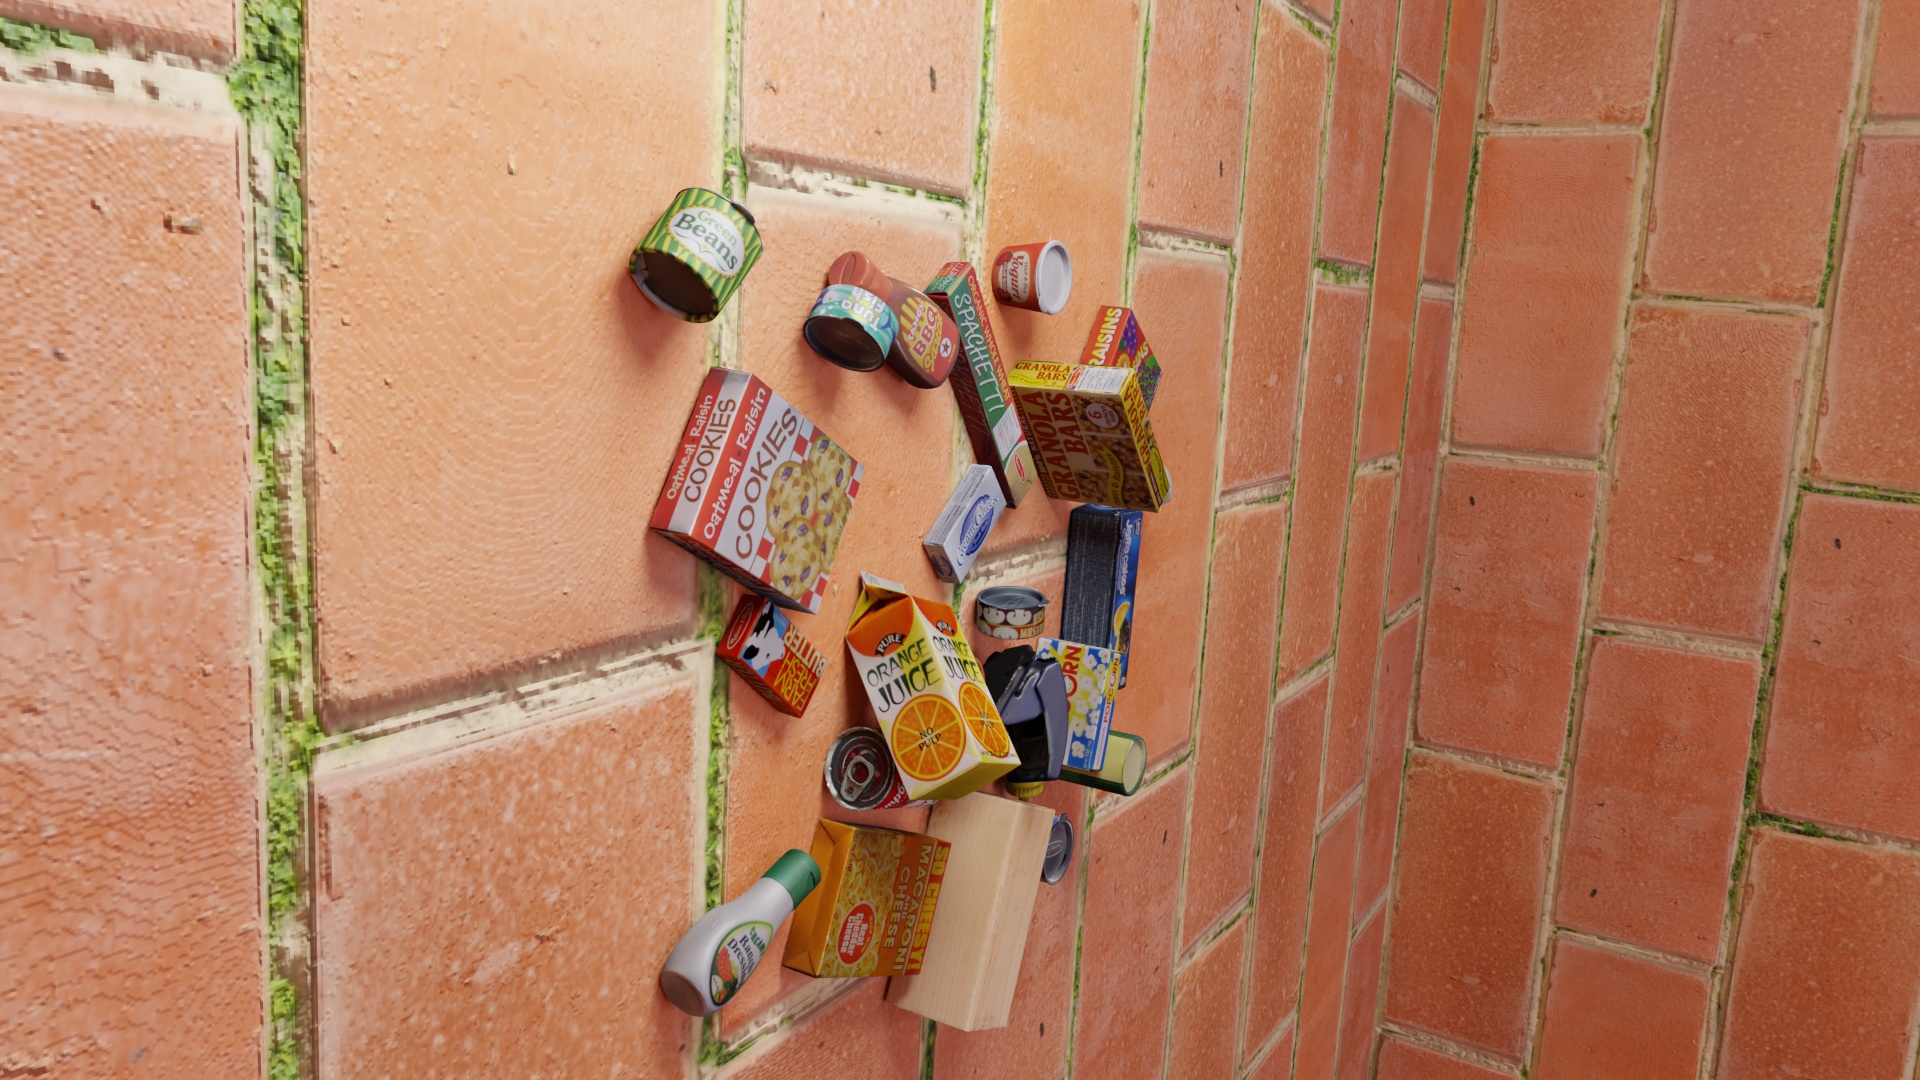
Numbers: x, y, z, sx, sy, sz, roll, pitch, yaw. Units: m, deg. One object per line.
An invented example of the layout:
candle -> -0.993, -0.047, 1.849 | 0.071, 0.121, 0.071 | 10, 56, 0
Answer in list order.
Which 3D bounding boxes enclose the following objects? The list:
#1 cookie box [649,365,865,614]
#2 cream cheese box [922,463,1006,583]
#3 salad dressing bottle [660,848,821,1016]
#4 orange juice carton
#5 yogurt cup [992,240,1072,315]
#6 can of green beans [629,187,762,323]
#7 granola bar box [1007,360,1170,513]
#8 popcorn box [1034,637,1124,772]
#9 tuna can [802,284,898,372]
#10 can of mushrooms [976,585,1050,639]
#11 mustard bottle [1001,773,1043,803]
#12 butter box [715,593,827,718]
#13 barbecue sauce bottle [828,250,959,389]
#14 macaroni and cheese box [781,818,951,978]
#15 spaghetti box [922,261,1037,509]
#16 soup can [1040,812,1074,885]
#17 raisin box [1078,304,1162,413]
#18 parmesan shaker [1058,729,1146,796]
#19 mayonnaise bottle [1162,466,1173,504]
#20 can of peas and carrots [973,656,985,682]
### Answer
cookie box -> -0.142, -0.032, 1.001 | 0.167, 0.040, 0.123 | 41, 62, -57
cream cheese box -> 0.005, -0.016, 1.269 | 0.104, 0.024, 0.053 | -60, 142, -33
salad dressing bottle -> -0.161, 0.291, 1.046 | 0.148, 0.044, 0.064 | -42, 131, -48
orange juice carton -> -0.031, 0.113, 1.144 | 0.072, 0.073, 0.193 | 20, 42, -60
yogurt cup -> 0.065, -0.244, 1.284 | 0.072, 0.054, 0.072 | -23, 117, -56
can of green beans -> -0.169, -0.182, 0.889 | 0.058, 0.071, 0.071 | -62, 145, -29
granola bar box -> 0.125, -0.102, 1.352 | 0.039, 0.124, 0.164 | -61, 144, -31
popcorn box -> 0.114, 0.170, 1.442 | 0.038, 0.085, 0.126 | 18, 82, -59
tuna can -> -0.081, -0.160, 1.041 | 0.071, 0.071, 0.033 | 56, 49, -49
can of mushrooms -> 0.050, 0.069, 1.322 | 0.071, 0.071, 0.033 | -23, 119, -56
mustard bottle -> 0.063, 0.207, 1.401 | 0.065, 0.049, 0.159 | -24, 118, -53
butter box -> -0.141, 0.088, 1.049 | 0.103, 0.024, 0.053 | 56, 50, -49
barbecue sauce bottle -> -0.053, -0.179, 1.110 | 0.148, 0.043, 0.065 | 38, 66, -56
macaroni and cheese box -> -0.077, 0.310, 1.198 | 0.166, 0.040, 0.124 | 28, 73, -58
spaghetti box -> 0.021, -0.137, 1.260 | 0.050, 0.028, 0.248 | -57, 142, -35
soup can -> 0.063, 0.299, 1.389 | 0.071, 0.084, 0.071 | -23, 117, -56
raisin box -> 0.173, -0.183, 1.497 | 0.123, 0.040, 0.086 | 50, 56, -54
parmesan shaker -> 0.139, 0.233, 1.483 | 0.071, 0.103, 0.071 | -24, 118, -56
mayonnaise bottle -> 0.183, -0.091, 1.518 | 0.147, 0.064, 0.041 | 54, 31, -45
can of peas and carrots -> -0.017, 0.128, 1.234 | 0.071, 0.059, 0.070 | -24, 119, -55
